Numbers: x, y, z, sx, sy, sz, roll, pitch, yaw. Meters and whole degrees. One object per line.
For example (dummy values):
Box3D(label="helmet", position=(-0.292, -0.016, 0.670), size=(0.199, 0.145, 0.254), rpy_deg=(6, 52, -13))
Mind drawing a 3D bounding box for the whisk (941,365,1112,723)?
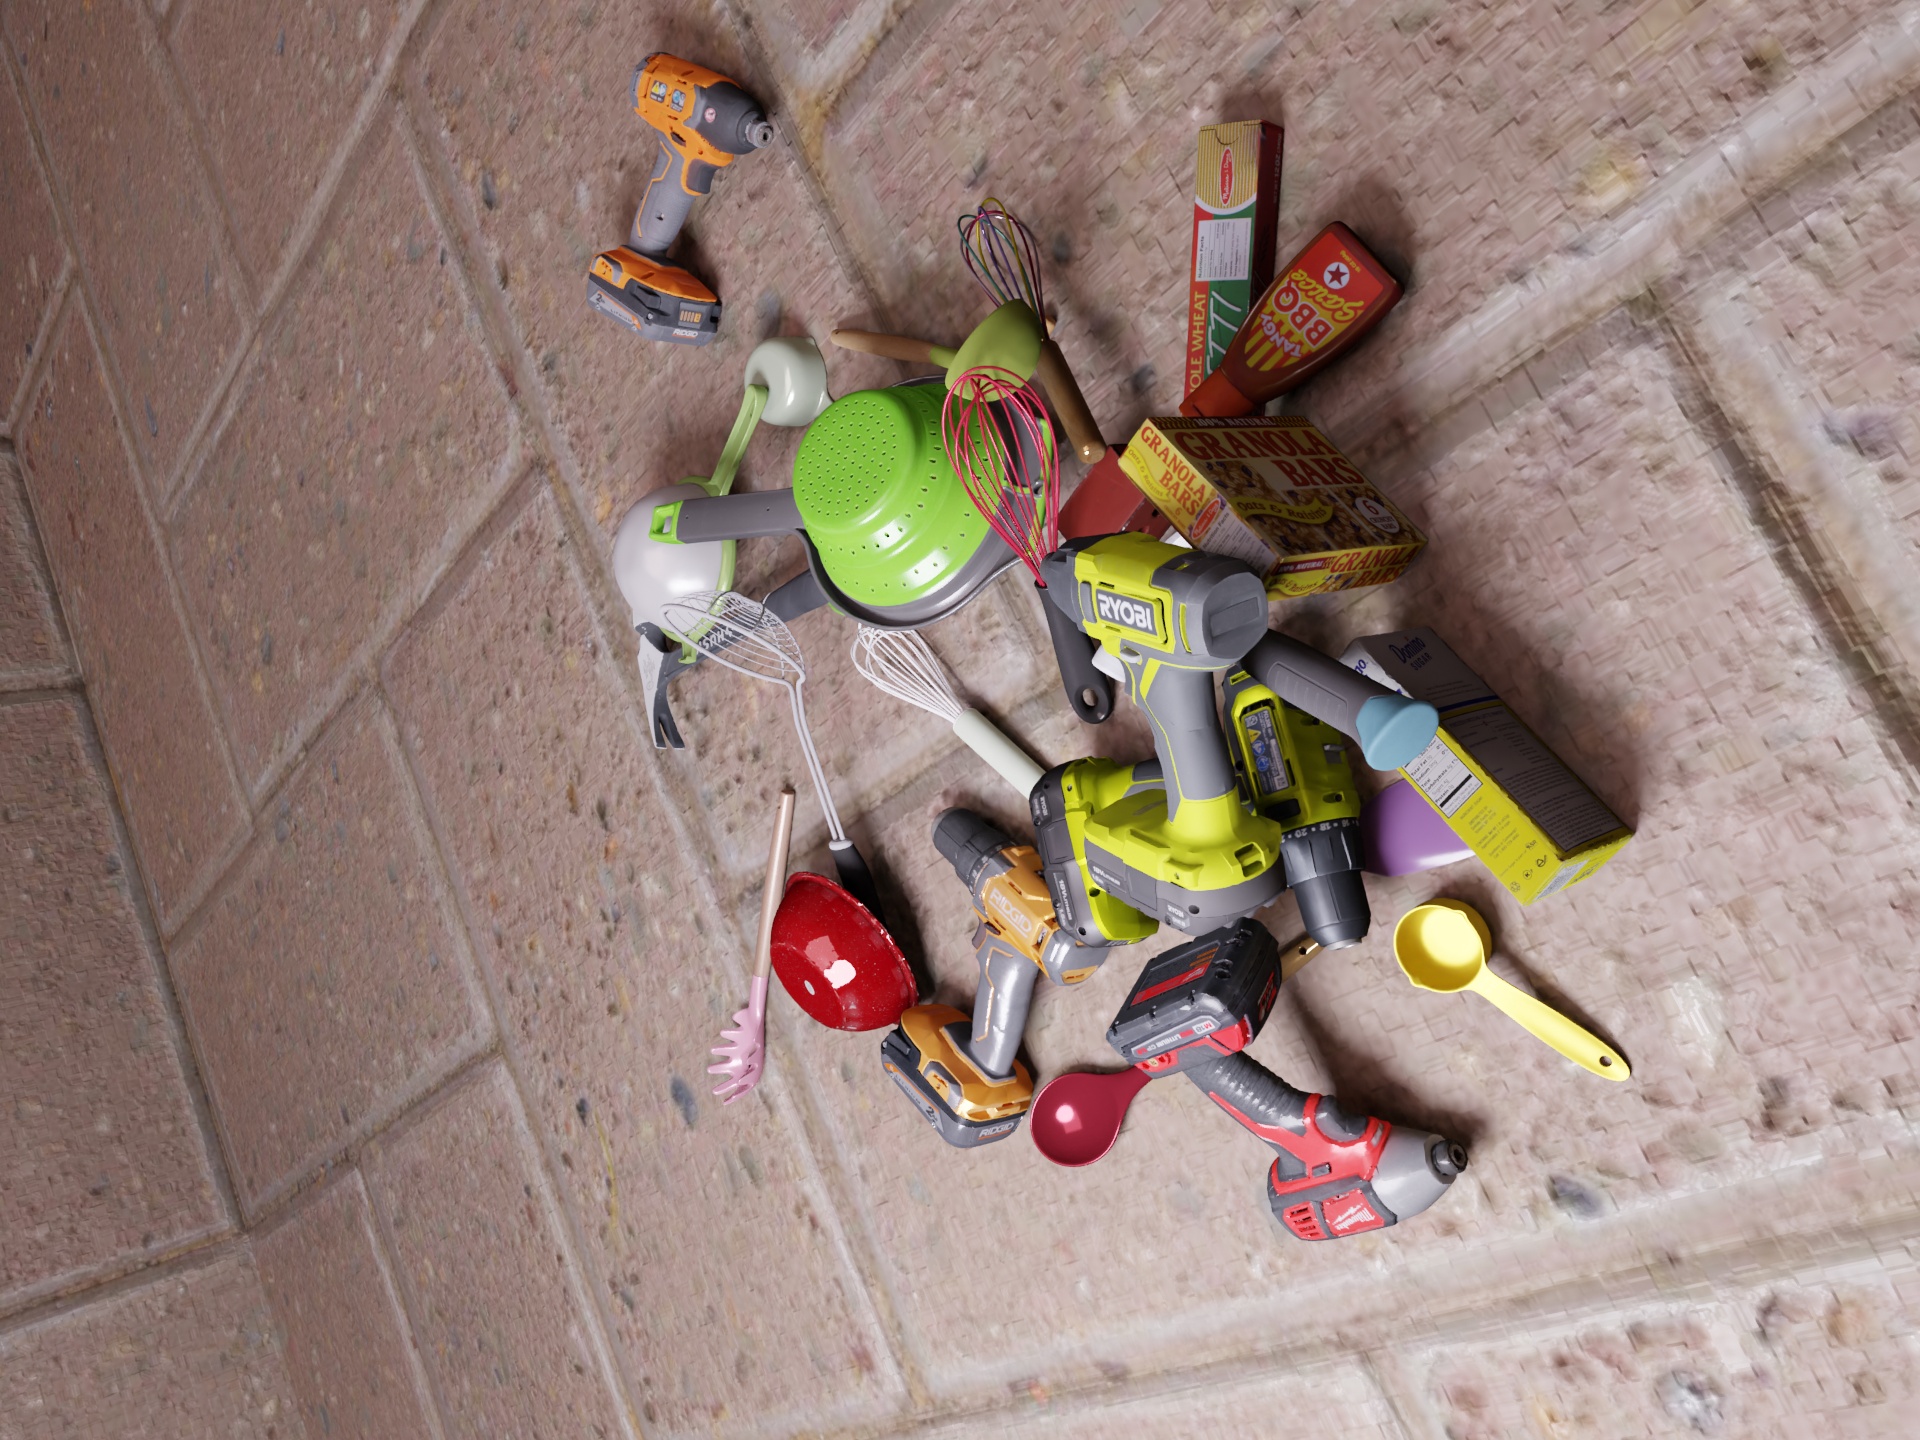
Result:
Box3D(label="whisk", position=(0.055, -0.113, 1.092), size=(0.073, 0.073, 0.295), rpy_deg=(16, 140, 42))

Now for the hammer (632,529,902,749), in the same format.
Box3D(label="hammer", position=(-0.174, -0.085, 1.377), size=(0.409, 0.036, 0.149), rpy_deg=(-21, 71, 49))

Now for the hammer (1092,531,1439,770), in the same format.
Box3D(label="hammer", position=(0.182, -0.041, 0.971), size=(0.128, 0.033, 0.331), rpy_deg=(-62, 25, 8))

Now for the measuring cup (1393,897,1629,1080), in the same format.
Box3D(label="measuring cup", position=(0.339, 0.165, 0.971), size=(0.157, 0.029, 0.062), rpy_deg=(36, 121, 21))

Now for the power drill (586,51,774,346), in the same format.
Box3D(label="power drill", position=(-0.240, -0.449, 1.388), size=(0.164, 0.084, 0.226), rpy_deg=(34, 116, 35))

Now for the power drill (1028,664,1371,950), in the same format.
Box3D(label="power drill", position=(0.165, 0.078, 1.069), size=(0.228, 0.080, 0.191), rpy_deg=(-25, 71, 40))

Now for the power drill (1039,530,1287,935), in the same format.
Box3D(label="power drill", position=(0.117, 0.000, 0.947), size=(0.171, 0.080, 0.223), rpy_deg=(23, 130, 55))

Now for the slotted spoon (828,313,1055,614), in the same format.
Box3D(label="slotted spoon", position=(-0.018, -0.196, 1.250), size=(0.313, 0.031, 0.070), rpy_deg=(-49, 60, 36))

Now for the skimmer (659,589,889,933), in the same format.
Box3D(label="skimmer", position=(-0.142, 0.058, 1.313), size=(0.127, 0.090, 0.363), rpy_deg=(1, 113, 55))

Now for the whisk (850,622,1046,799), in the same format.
Box3D(label="whisk", position=(-0.002, -0.004, 1.260), size=(0.247, 0.058, 0.059), rpy_deg=(42, 158, 28))

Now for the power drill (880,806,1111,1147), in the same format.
Box3D(label="power drill", position=(0.013, 0.195, 1.253), size=(0.186, 0.084, 0.226), rpy_deg=(41, 119, 39))

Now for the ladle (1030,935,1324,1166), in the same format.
Box3D(label="ladle", position=(0.155, 0.237, 1.155), size=(0.315, 0.031, 0.069), rpy_deg=(-47, 67, 36))

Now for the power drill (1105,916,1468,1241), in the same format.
Box3D(label="power drill", position=(0.212, 0.238, 1.018), size=(0.219, 0.078, 0.143), rpy_deg=(47, 136, -8))

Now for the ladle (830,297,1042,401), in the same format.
Box3D(label="ladle", position=(-0.036, -0.283, 1.180), size=(0.062, 0.078, 0.320), rpy_deg=(50, 170, -31))

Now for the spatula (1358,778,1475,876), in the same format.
Box3D(label="spatula", position=(0.219, 0.098, 1.074), size=(0.316, 0.018, 0.060), rpy_deg=(-25, 67, 43))

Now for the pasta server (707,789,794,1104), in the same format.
Box3D(label="pasta server", position=(-0.189, 0.213, 1.480), size=(0.060, 0.040, 0.316), rpy_deg=(32, 118, 49))

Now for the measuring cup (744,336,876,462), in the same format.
Box3D(label="measuring cup", position=(-0.126, -0.262, 1.334), size=(0.168, 0.038, 0.083), rpy_deg=(45, 126, 32))

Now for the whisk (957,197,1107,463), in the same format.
Box3D(label="whisk", position=(0.052, -0.280, 1.126), size=(0.047, 0.051, 0.245), rpy_deg=(-40, 57, 31))

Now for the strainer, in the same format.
Box3D(label="strainer", position=(-0.242, -0.185, 1.384), size=(0.152, 0.069, 0.256), rpy_deg=(56, 129, 36))

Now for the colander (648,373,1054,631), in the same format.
Box3D(label="colander", position=(-0.121, -0.175, 1.212), size=(0.397, 0.094, 0.204), rpy_deg=(0, 76, 36))
